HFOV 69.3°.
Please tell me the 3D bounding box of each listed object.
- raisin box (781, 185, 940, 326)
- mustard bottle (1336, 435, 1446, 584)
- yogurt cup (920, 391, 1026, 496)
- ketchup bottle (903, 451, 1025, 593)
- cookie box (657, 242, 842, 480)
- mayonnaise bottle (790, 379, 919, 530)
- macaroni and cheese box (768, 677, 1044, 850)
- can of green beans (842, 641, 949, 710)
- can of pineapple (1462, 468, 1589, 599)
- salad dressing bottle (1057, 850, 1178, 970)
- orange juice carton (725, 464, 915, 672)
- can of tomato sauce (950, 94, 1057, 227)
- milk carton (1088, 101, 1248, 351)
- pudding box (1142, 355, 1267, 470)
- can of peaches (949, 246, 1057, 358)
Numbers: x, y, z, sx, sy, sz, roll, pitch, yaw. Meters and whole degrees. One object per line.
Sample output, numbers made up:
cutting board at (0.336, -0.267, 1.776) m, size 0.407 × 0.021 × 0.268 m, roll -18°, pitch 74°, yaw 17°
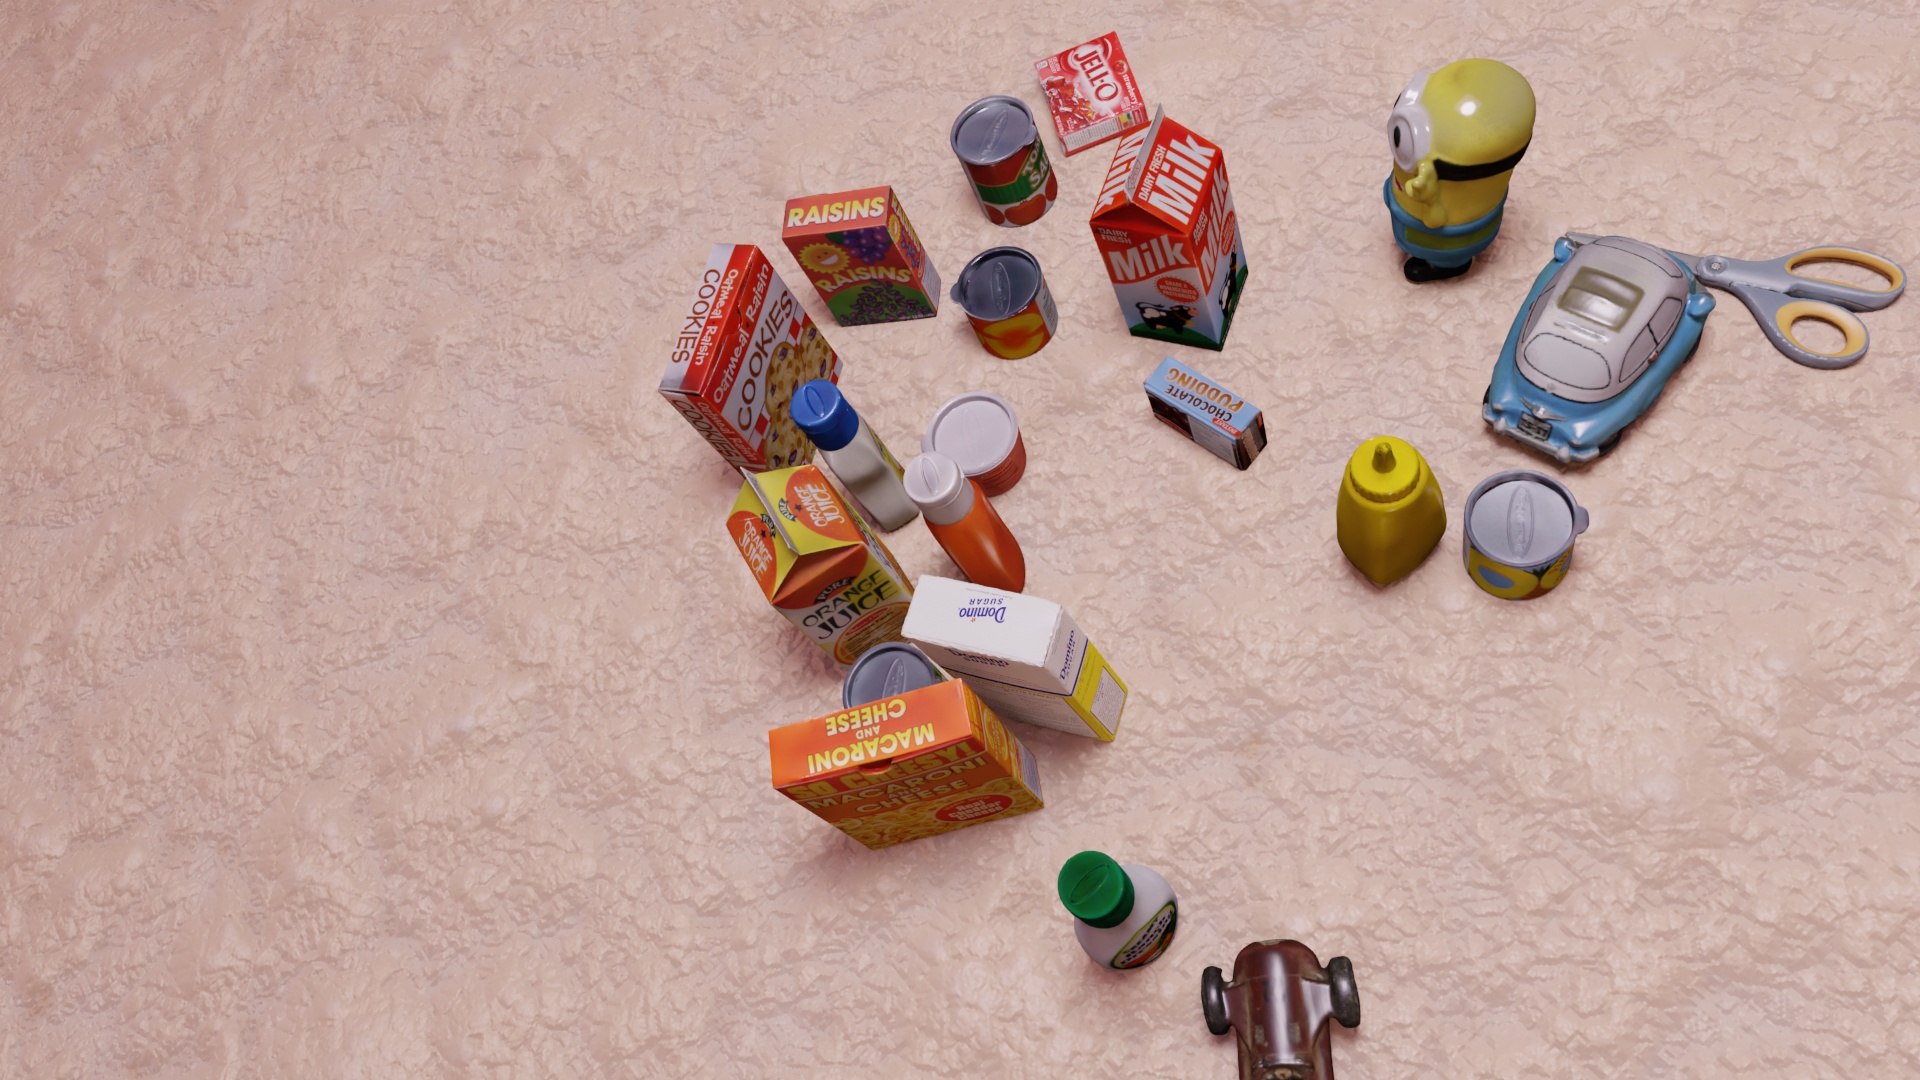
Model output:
raisin box at (-0.074, -0.217, 1.070) m, size 0.086 × 0.123 × 0.040 m, roll -3°, pitch 66°, yaw 18°
mustard bottle at (0.261, -0.026, 0.846) m, size 0.065 × 0.159 × 0.049 m, roll -39°, pitch 60°, yaw -1°
yogurt cup at (0.015, -0.067, 1.009) m, size 0.072 × 0.053 × 0.072 m, roll -7°, pitch 64°, yaw 15°
ketchup bottle at (0.003, -0.012, 0.933) m, size 0.043 × 0.148 × 0.065 m, roll -23°, pitch 61°, yaw 8°
cookie box at (-0.148, -0.122, 1.025) m, size 0.040 × 0.167 × 0.123 m, roll 7°, pitch 69°, yaw 22°
mayonnaise bottle at (-0.075, -0.062, 0.983) m, size 0.041 × 0.147 × 0.065 m, roll -31°, pitch 60°, yaw 3°
macaroni and cheese box at (-0.028, 0.144, 0.860) m, size 0.123 × 0.166 × 0.040 m, roll -17°, pitch 62°, yaw 11°
can of green beans at (-0.039, 0.109, 0.942) m, size 0.071 × 0.057 × 0.071 m, roll -7°, pitch 64°, yaw 15°
can of pineapple at (0.349, -0.002, 0.864) m, size 0.071 × 0.057 × 0.071 m, roll -7°, pitch 64°, yaw 15°
salad dressing bottle at (0.089, 0.211, 0.799) m, size 0.064 × 0.147 × 0.044 m, roll -44°, pitch 60°, yaw -4°
orange juice carton at (-0.091, 0.017, 0.926) m, size 0.073 × 0.192 × 0.072 m, roll -34°, pitch 60°, yaw 1°
can of tomato sauce at (0.038, -0.297, 1.094) m, size 0.071 × 0.083 × 0.071 m, roll -7°, pitch 64°, yaw 15°
milk carton at (0.143, -0.213, 0.957) m, size 0.073 × 0.190 × 0.072 m, roll 14°, pitch 72°, yaw 24°
pudding box at (0.171, -0.089, 0.970) m, size 0.084 × 0.049 × 0.030 m, roll 36°, pitch 81°, yaw 29°
can of peaches at (0.034, -0.179, 1.054) m, size 0.071 × 0.058 × 0.071 m, roll -7°, pitch 64°, yaw 15°
